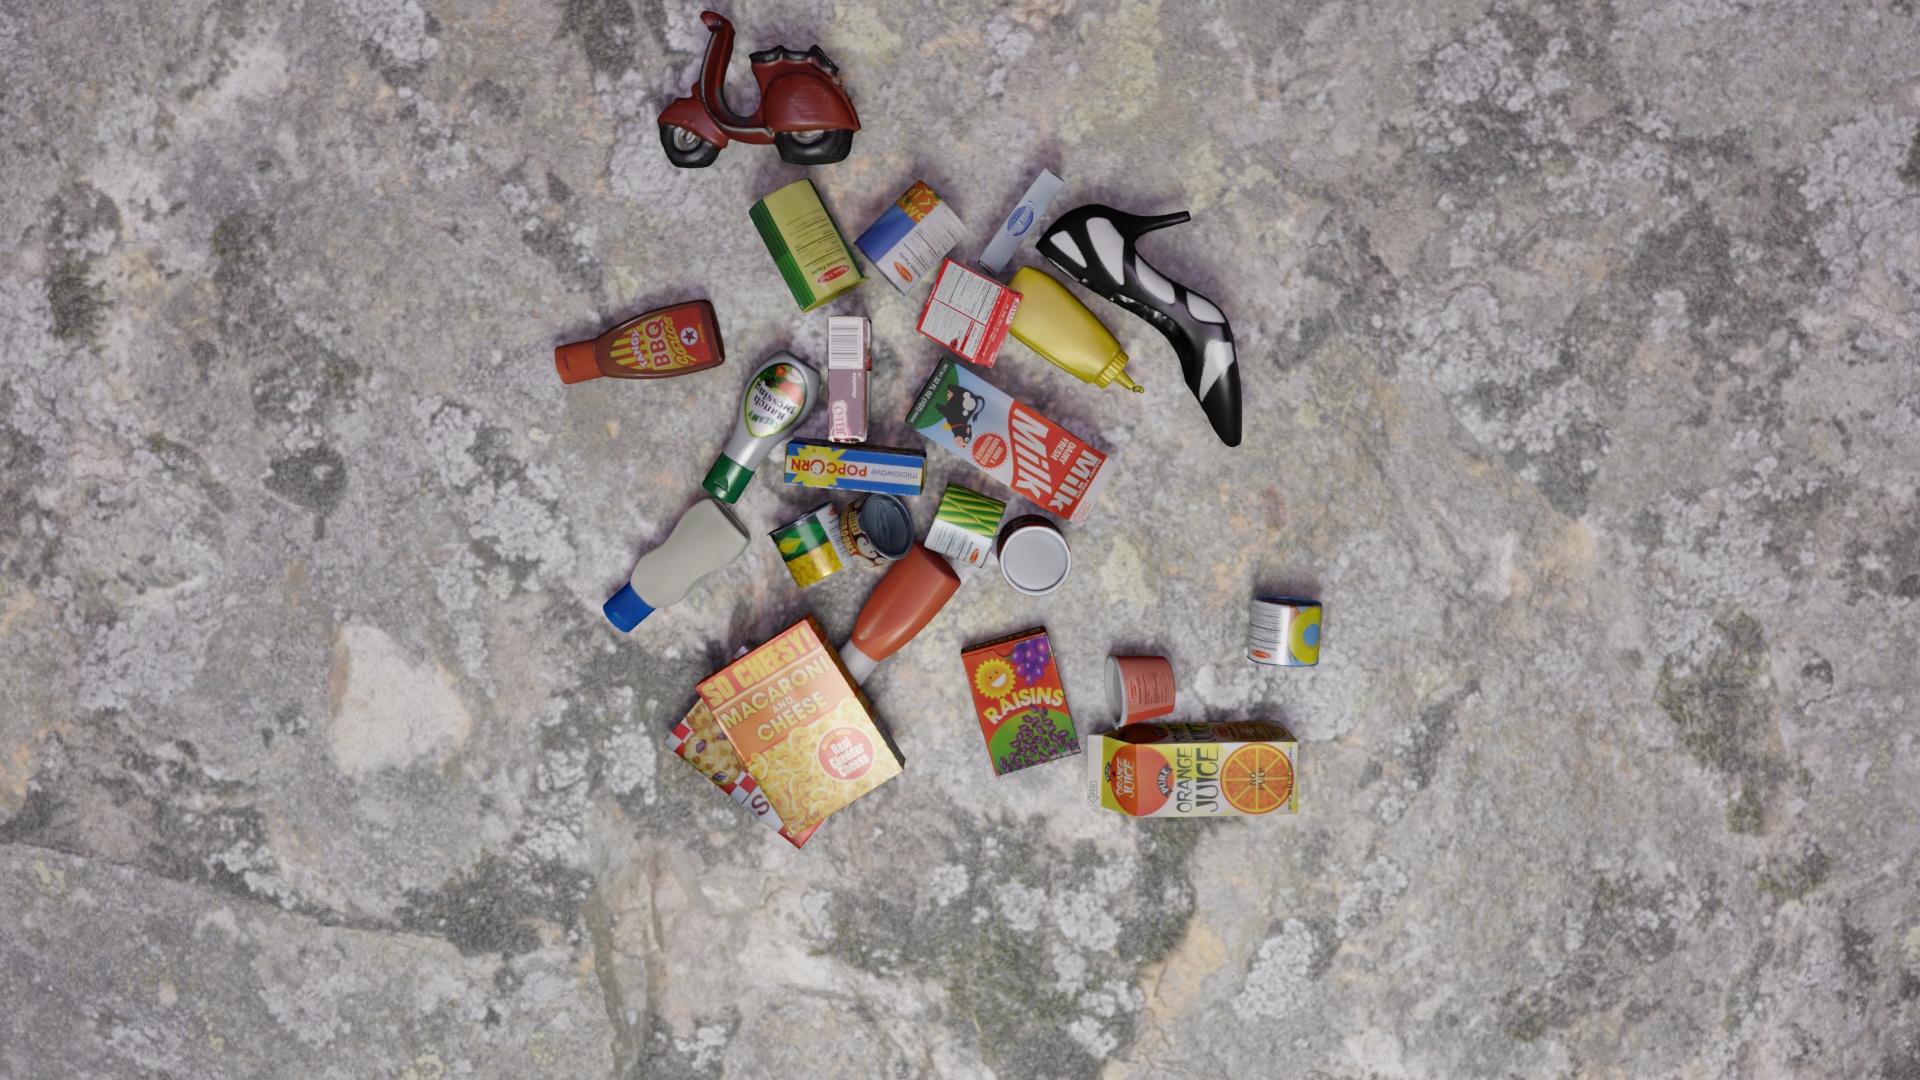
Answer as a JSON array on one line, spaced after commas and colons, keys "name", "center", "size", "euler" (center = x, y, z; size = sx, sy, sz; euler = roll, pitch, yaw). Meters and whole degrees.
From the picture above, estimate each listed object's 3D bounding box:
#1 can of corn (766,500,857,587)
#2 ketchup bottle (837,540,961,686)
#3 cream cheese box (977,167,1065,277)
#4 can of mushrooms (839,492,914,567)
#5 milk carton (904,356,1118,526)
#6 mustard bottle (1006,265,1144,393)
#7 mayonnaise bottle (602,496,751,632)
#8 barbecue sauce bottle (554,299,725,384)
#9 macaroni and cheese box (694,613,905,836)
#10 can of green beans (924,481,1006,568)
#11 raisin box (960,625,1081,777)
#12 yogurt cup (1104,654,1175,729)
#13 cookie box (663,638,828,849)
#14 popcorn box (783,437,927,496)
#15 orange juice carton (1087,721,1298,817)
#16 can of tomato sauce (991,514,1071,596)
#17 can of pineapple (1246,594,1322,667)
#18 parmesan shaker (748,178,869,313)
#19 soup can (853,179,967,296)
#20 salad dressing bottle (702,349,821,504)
[{"name": "can of corn", "center": [-0.137, 0.005, 1.290], "size": [0.071, 0.071, 0.058], "euler": [-27, 97, 3]}, {"name": "ketchup bottle", "center": [-0.066, 0.074, 1.303], "size": [0.148, 0.043, 0.065], "euler": [-50, 52, 10]}, {"name": "cream cheese box", "center": [0.054, -0.288, 1.261], "size": [0.024, 0.053, 0.103], "euler": [36, 95, -7]}, {"name": "can of mushrooms", "center": [-0.079, -0.010, 1.279], "size": [0.033, 0.071, 0.071], "euler": [-20, 99, 40]}, {"name": "milk carton", "center": [0.047, -0.090, 1.275], "size": [0.190, 0.073, 0.072], "euler": [31, 96, -4]}, {"name": "mustard bottle", "center": [0.104, -0.184, 1.276], "size": [0.160, 0.049, 0.065], "euler": [39, 100, -5]}, {"name": "mayonnaise bottle", "center": [-0.270, 0.026, 1.304], "size": [0.148, 0.041, 0.064], "euler": [-40, 94, 5]}, {"name": "barbecue sauce bottle", "center": [-0.296, -0.176, 1.278], "size": [0.148, 0.044, 0.064], "euler": [-12, 98, 2]}, {"name": "macaroni and cheese box", "center": [-0.147, 0.169, 1.281], "size": [0.124, 0.040, 0.166], "euler": [-31, 96, 4]}, {"name": "can of green beans", "center": [0.004, -0.015, 1.288], "size": [0.058, 0.071, 0.071], "euler": [21, 97, -2]}, {"name": "raisin box", "center": [0.057, 0.152, 1.322], "size": [0.086, 0.040, 0.123], "euler": [-16, 96, 2]}, {"name": "yogurt cup", "center": [0.169, 0.139, 1.309], "size": [0.054, 0.072, 0.072], "euler": [-6, 97, -8]}, {"name": "cookie box", "center": [-0.177, 0.194, 1.326], "size": [0.167, 0.040, 0.123], "euler": [39, 95, -4]}, {"name": "popcorn box", "center": [-0.094, -0.068, 1.271], "size": [0.127, 0.085, 0.038], "euler": [6, 98, -1]}, {"name": "orange juice carton", "center": [0.216, 0.216, 1.313], "size": [0.193, 0.073, 0.071], "euler": [-1, 97, 0]}, {"name": "can of tomato sauce", "center": [0.065, 0.012, 1.282], "size": [0.071, 0.083, 0.071], "euler": [0, 97, -1]}, {"name": "can of pineapple", "center": [0.305, 0.084, 1.302], "size": [0.071, 0.071, 0.057], "euler": [3, 97, -1]}, {"name": "parmesan shaker", "center": [-0.137, -0.268, 1.258], "size": [0.071, 0.071, 0.103], "euler": [-28, 96, 3]}, {"name": "soup can", "center": [-0.046, -0.275, 1.258], "size": [0.083, 0.071, 0.071], "euler": [-44, 95, 4]}, {"name": "salad dressing bottle", "center": [-0.186, -0.104, 1.287], "size": [0.064, 0.044, 0.147], "euler": [32, 96, -3]}]
